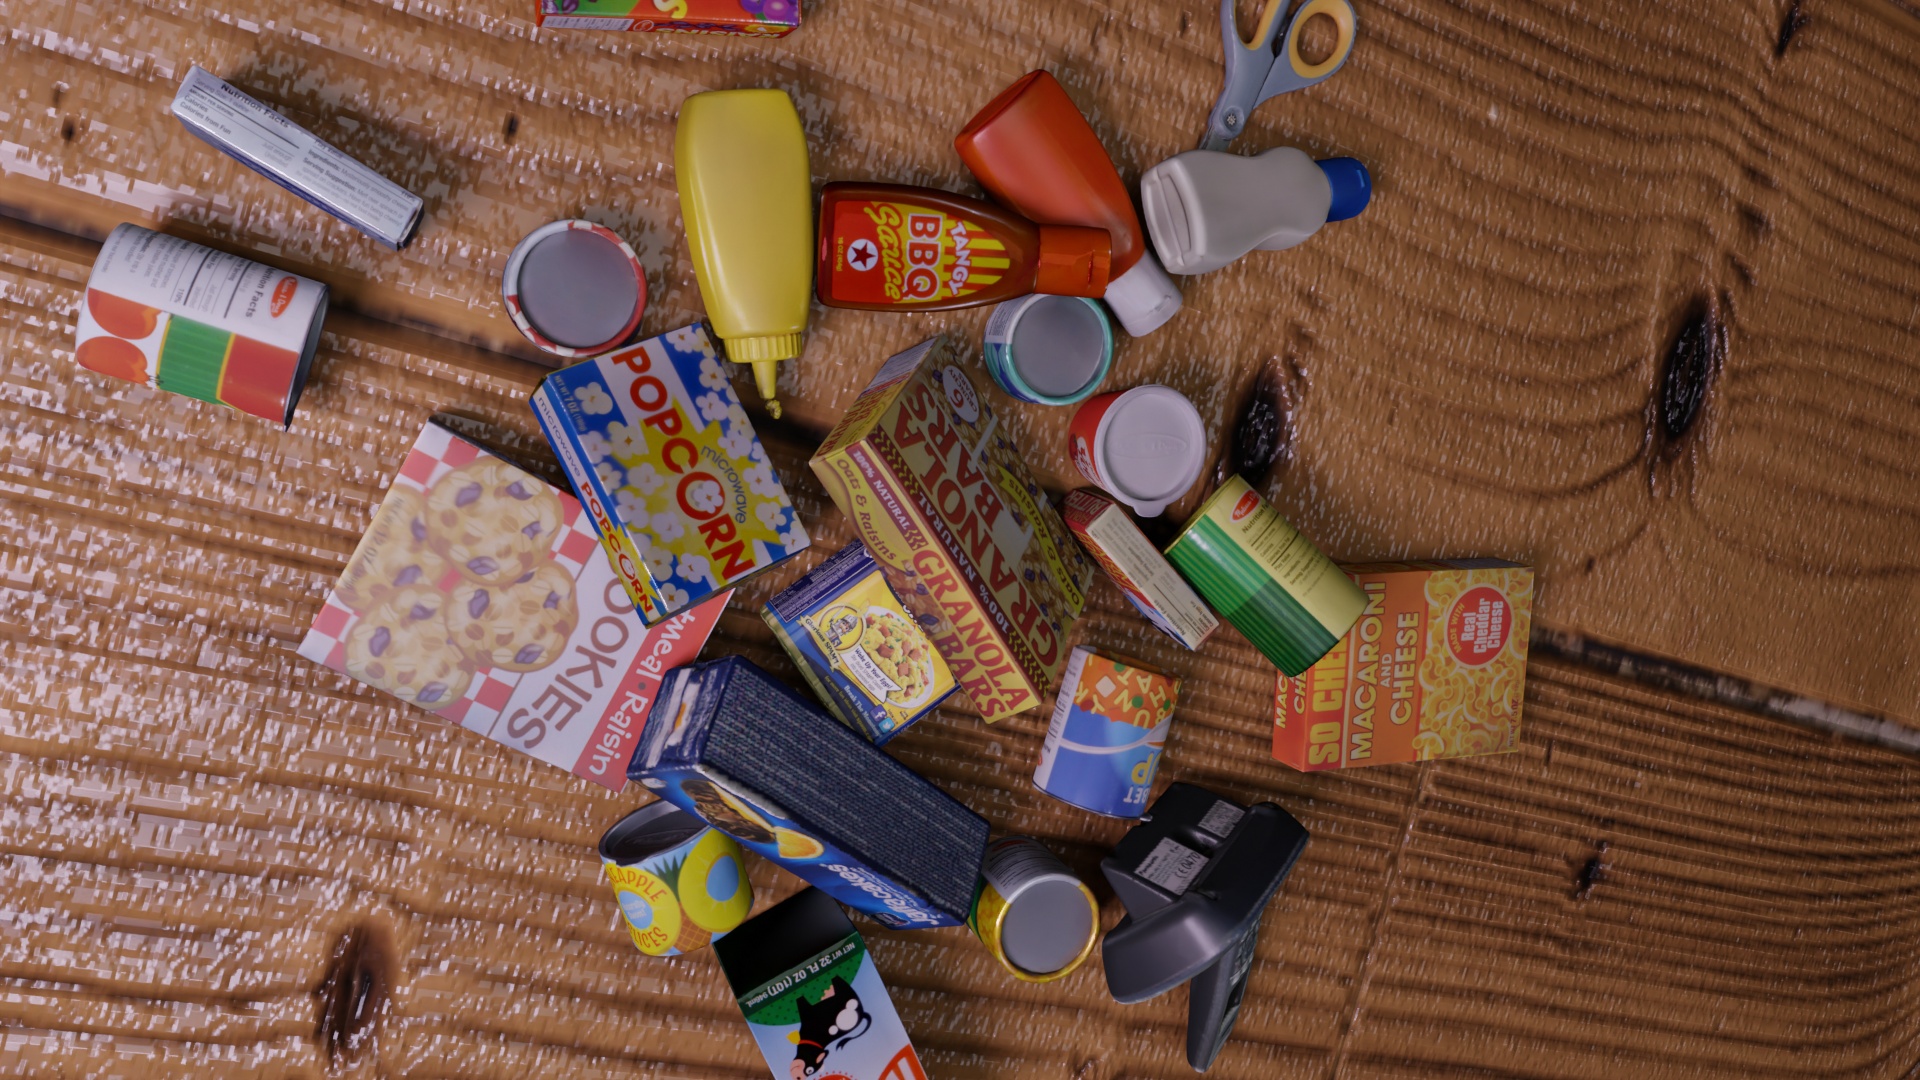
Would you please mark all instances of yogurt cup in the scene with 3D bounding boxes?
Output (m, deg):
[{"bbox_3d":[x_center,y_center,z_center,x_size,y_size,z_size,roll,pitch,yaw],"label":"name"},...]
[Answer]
[{"bbox_3d":[0.095,-0.054,0.778,0.072,0.054,0.072,-3,100,-20],"label":"yogurt cup"}]

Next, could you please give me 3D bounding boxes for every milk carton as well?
[{"bbox_3d":[-0.061,0.293,0.762,0.072,0.073,0.190,-26,107,-15],"label":"milk carton"}]

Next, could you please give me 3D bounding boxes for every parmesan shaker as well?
[{"bbox_3d":[0.170,0.022,0.791,0.103,0.071,0.071,44,81,4],"label":"parmesan shaker"}]

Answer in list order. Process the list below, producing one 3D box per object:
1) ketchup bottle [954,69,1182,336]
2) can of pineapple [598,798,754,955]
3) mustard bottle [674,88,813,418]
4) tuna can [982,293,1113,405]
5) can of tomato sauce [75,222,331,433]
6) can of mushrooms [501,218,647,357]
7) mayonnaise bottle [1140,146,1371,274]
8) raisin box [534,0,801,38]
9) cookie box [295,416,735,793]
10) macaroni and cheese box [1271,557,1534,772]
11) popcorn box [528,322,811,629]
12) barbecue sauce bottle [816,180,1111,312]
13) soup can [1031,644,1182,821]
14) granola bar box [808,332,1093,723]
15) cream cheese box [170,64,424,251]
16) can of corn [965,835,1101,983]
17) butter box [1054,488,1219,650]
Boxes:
[{"bbox_3d":[0.065,-0.177,0.753,0.065,0.043,0.148,-44,110,-7],"label":"ketchup bottle"},{"bbox_3d":[-0.146,0.172,0.713,0.071,0.071,0.057,-21,106,-17],"label":"can of pineapple"},{"bbox_3d":[-0.104,-0.140,0.692,0.065,0.049,0.159,-8,101,-18],"label":"mustard bottle"},{"bbox_3d":[0.050,-0.105,0.764,0.071,0.033,0.071,-3,99,-20],"label":"tuna can"},{"bbox_3d":[-0.328,-0.092,0.606,0.083,0.071,0.071,17,92,-22],"label":"can of tomato sauce"},{"bbox_3d":[-0.184,-0.120,0.673,0.071,0.033,0.071,-3,99,-20],"label":"can of mushrooms"},{"bbox_3d":[0.169,-0.189,0.774,0.148,0.041,0.064,-17,91,-34],"label":"mayonnaise bottle"},{"bbox_3d":[-0.140,-0.288,0.660,0.123,0.040,0.086,-5,99,-21],"label":"raisin box"},{"bbox_3d":[-0.213,0.034,0.683,0.167,0.040,0.123,30,87,-21],"label":"cookie box"},{"bbox_3d":[0.278,0.076,0.875,0.167,0.040,0.123,-1,98,-21],"label":"macaroni and cheese box"},{"bbox_3d":[-0.140,-0.033,0.672,0.085,0.038,0.126,-27,91,-35],"label":"popcorn box"},{"bbox_3d":[0.001,-0.147,0.713,0.149,0.044,0.064,3,111,-6],"label":"barbecue sauce bottle"},{"bbox_3d":[0.087,0.109,0.792,0.071,0.071,0.083,16,92,-22],"label":"soup can"},{"bbox_3d":[0.003,-0.009,0.717,0.039,0.125,0.165,-22,112,30],"label":"granola bar box"},{"bbox_3d":[-0.290,-0.166,0.614,0.104,0.053,0.024,31,86,-22],"label":"cream cheese box"},{"bbox_3d":[0.040,0.213,0.796,0.071,0.058,0.071,-3,99,-20],"label":"can of corn"},{"bbox_3d":[0.099,0.015,0.791,0.024,0.053,0.103,-46,110,-5],"label":"butter box"}]
